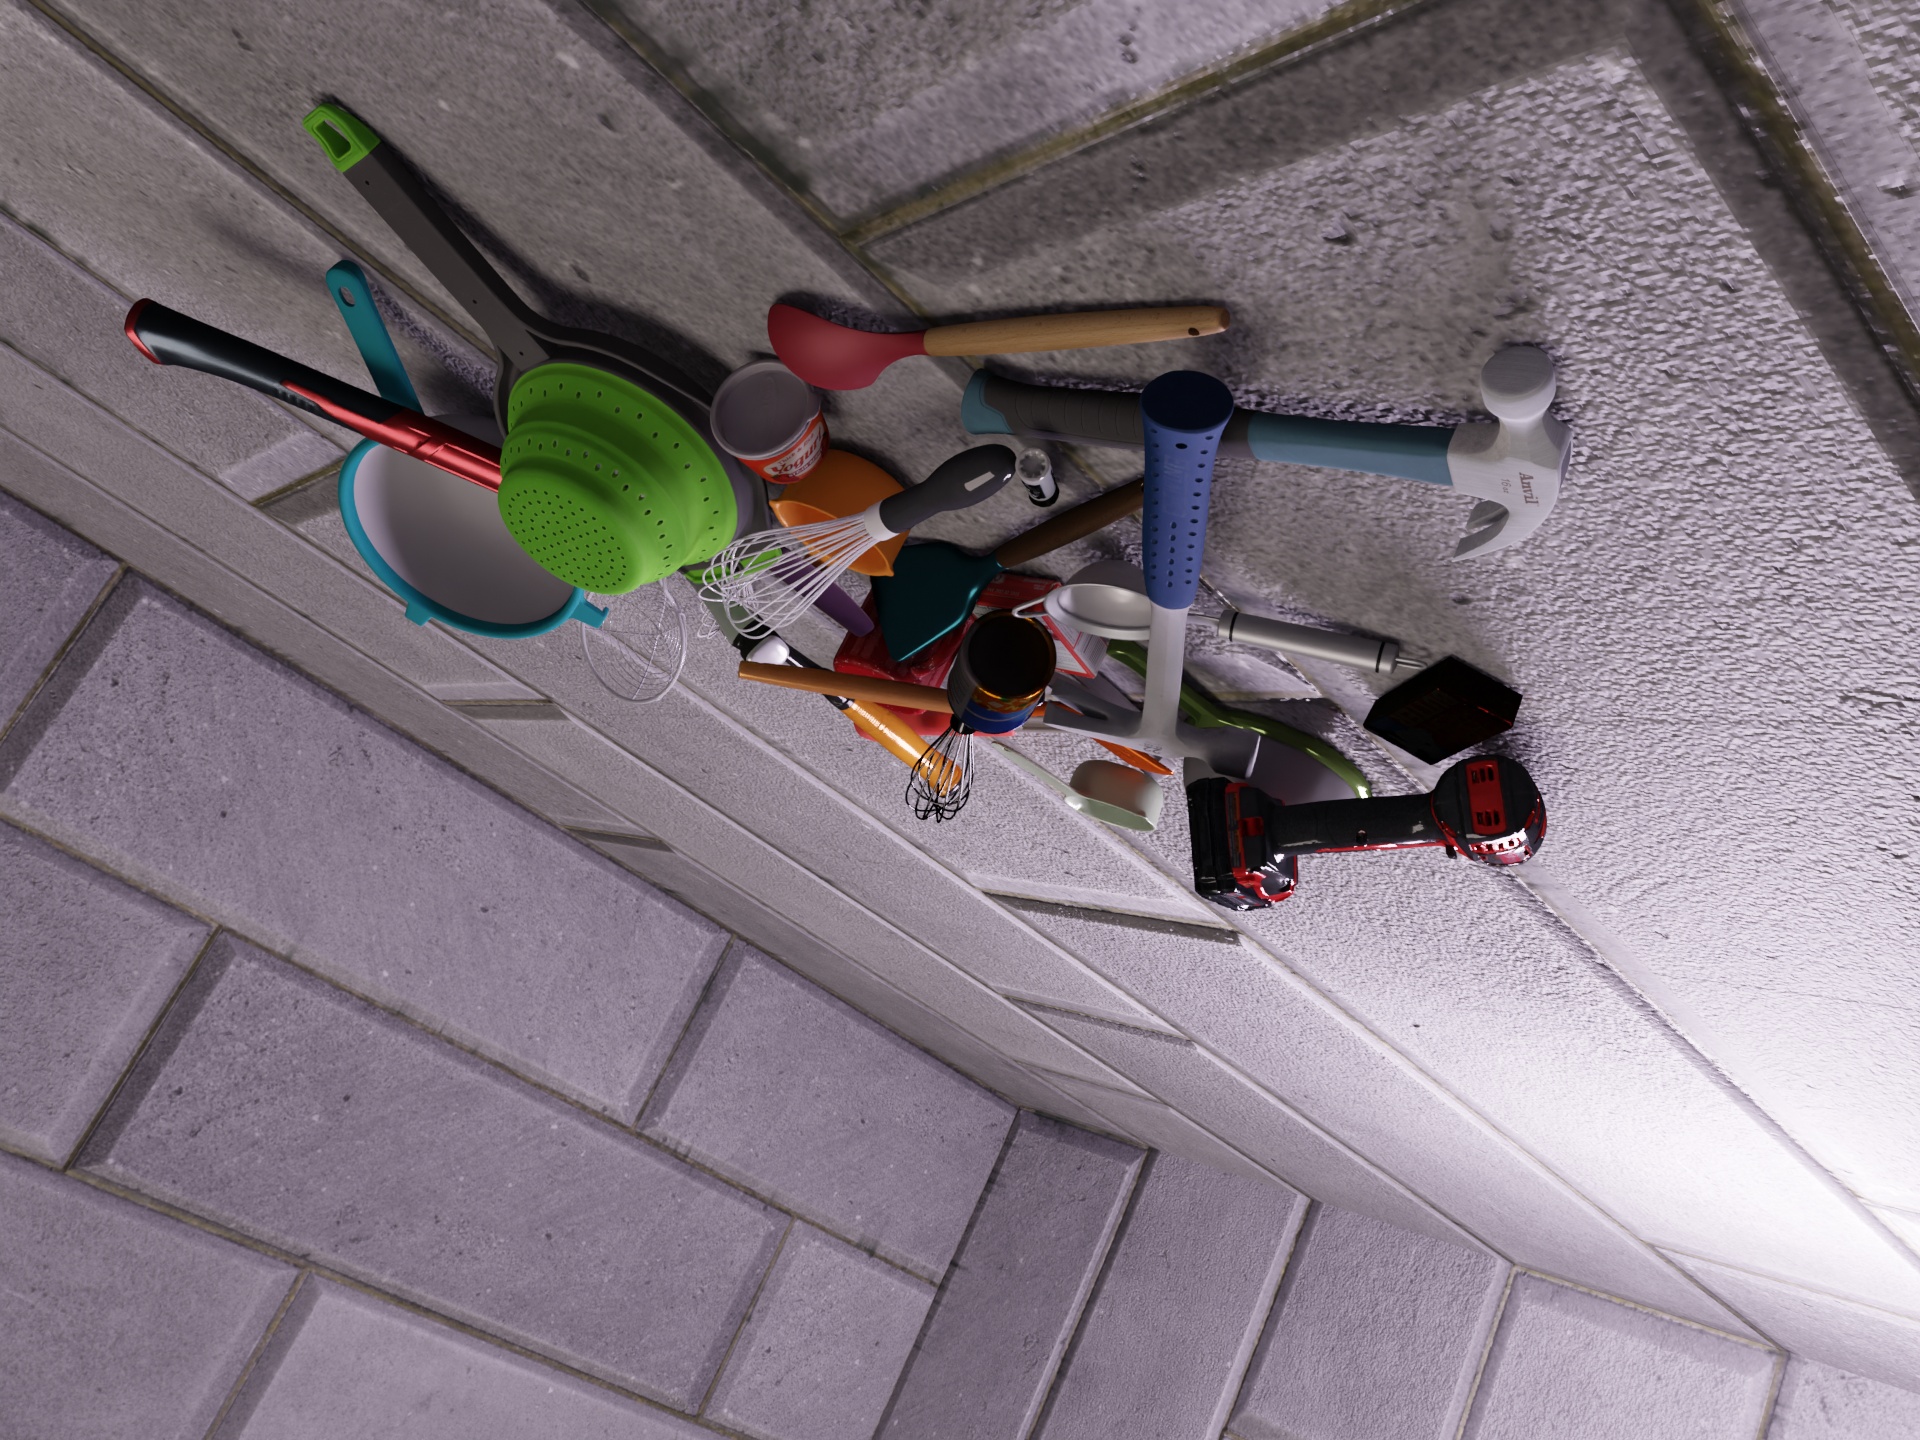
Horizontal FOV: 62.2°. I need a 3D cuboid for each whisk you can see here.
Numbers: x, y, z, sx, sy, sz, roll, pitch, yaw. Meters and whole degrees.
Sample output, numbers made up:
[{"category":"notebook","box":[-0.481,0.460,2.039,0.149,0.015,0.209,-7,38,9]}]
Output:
[{"category":"whisk","box":[0.000,0.001,1.252,0.055,0.055,0.238,25,136,6]},{"category":"whisk","box":[-0.066,-0.113,0.976,0.070,0.070,0.284,37,144,-30]},{"category":"whisk","box":[-0.182,-0.117,1.299,0.058,0.059,0.246,54,158,6]}]

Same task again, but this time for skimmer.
[{"category":"skimmer","box":[-0.281,-0.118,1.357,0.127,0.090,0.363,57,162,9]}]

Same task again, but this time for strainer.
[{"category":"strainer","box":[-0.403,-0.222,1.265,0.211,0.095,0.340,2,132,18]},{"category":"strainer","box":[0.186,0.031,1.154,0.256,0.069,0.151,36,160,-30]},{"category":"strainer","box":[0.159,-0.062,0.986,0.258,0.050,0.086,14,165,19]}]

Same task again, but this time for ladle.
[{"category":"ladle","box":[0.005,-0.201,0.839,0.315,0.031,0.069,8,155,41]}]

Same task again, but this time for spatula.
[{"category":"spatula","box":[-0.187,-0.161,1.121,0.315,0.018,0.060,38,160,-10]},{"category":"spatula","box":[-0.002,-0.004,1.156,0.322,0.041,0.081,9,180,-11]},{"category":"spatula","box":[0.033,-0.108,1.018,0.044,0.082,0.317,-11,177,-30]}]

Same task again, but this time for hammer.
[{"category":"hammer","box":[0.114,-0.066,0.910,0.144,0.035,0.405,13,158,11]},{"category":"hammer","box":[0.137,-0.145,0.797,0.331,0.033,0.128,14,157,34]},{"category":"hammer","box":[0.014,-0.005,1.347,0.149,0.037,0.359,38,158,-32]},{"category":"hammer","box":[-0.420,-0.231,1.168,0.386,0.038,0.143,23,130,-5]},{"category":"hammer","box":[-0.095,-0.020,1.301,0.336,0.034,0.127,41,-172,-50]}]

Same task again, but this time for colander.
[{"category":"colander","box":[-0.285,-0.206,1.022,0.204,0.094,0.396,-9,132,43]}]

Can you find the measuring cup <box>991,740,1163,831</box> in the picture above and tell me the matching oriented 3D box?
[{"category":"measuring cup","box":[0.090,0.038,1.227,0.167,0.038,0.083,31,163,-33]}]

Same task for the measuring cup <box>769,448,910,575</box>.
[{"category":"measuring cup","box":[-0.083,-0.136,1.102,0.095,0.052,0.173,30,168,-7]}]

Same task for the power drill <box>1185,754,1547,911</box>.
[{"category":"power drill","box":[0.271,0.073,1.047,0.220,0.079,0.143,-9,164,23]}]
